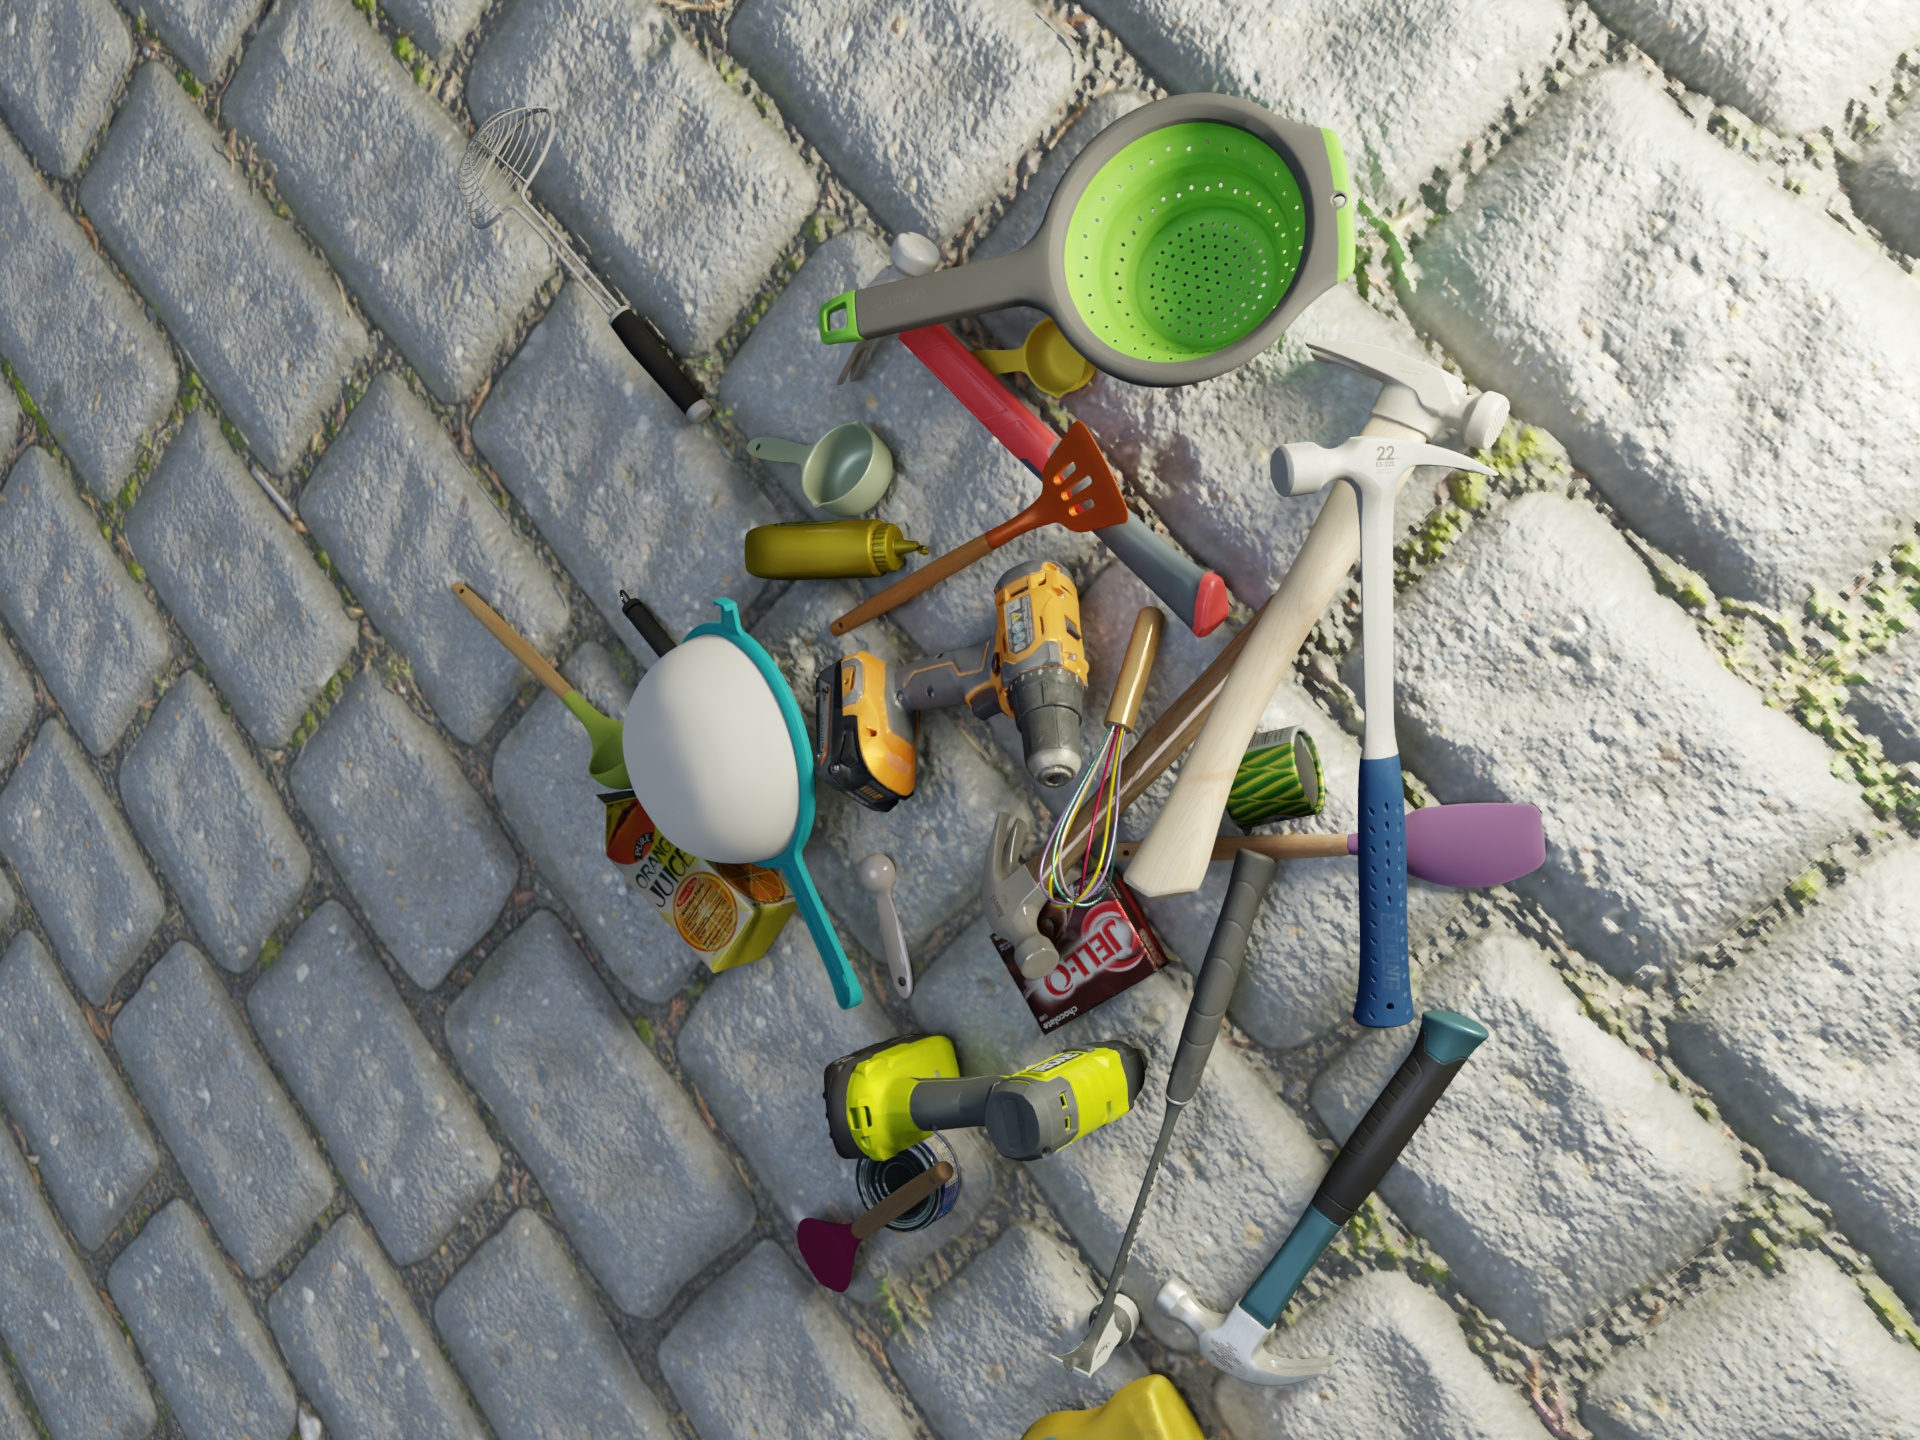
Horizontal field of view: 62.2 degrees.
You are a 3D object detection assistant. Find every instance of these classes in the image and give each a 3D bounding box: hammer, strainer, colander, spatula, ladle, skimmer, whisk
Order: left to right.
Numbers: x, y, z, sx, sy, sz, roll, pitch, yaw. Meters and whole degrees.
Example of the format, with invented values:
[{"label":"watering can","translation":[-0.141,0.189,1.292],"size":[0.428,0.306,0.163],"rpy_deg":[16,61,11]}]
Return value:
[{"label":"ladle","translation":[-0.383,-0.044,1.475],"size":[0.078,0.062,0.320],"rpy_deg":[-42,64,-16]},{"label":"skimmer","translation":[-0.332,-0.410,1.445],"size":[0.127,0.090,0.363],"rpy_deg":[-43,83,20]},{"label":"strainer","translation":[-0.231,-0.032,1.400],"size":[0.259,0.050,0.086],"rpy_deg":[48,152,24]},{"label":"strainer","translation":[-0.186,0.087,1.279],"size":[0.211,0.095,0.340],"rpy_deg":[-44,68,51]},{"label":"spatula","translation":[0.002,-0.129,1.237],"size":[0.322,0.041,0.081],"rpy_deg":[-26,90,38]},{"label":"hammer","translation":[0.053,-0.198,1.228],"size":[0.386,0.038,0.143],"rpy_deg":[47,133,14]},{"label":"colander","translation":[0.090,-0.318,1.160],"size":[0.397,0.094,0.204],"rpy_deg":[-7,83,21]},{"label":"whisk","translation":[0.112,0.025,1.158],"size":[0.051,0.047,0.245],"rpy_deg":[20,69,-2]},{"label":"hammer","translation":[0.132,0.036,1.187],"size":[0.331,0.031,0.130],"rpy_deg":[-49,40,14]},{"label":"hammer","translation":[0.152,0.287,1.158],"size":[0.036,0.149,0.409],"rpy_deg":[19,96,20]},{"label":"hammer","translation":[0.215,-0.066,1.105],"size":[0.146,0.038,0.410],"rpy_deg":[29,92,26]},{"label":"spatula","translation":[0.256,0.093,1.150],"size":[0.316,0.018,0.060],"rpy_deg":[-4,97,28]},{"label":"hammer","translation":[0.270,0.342,1.144],"size":[0.128,0.033,0.331],"rpy_deg":[36,108,23]},{"label":"hammer","translation":[0.287,0.012,1.068],"size":[0.144,0.035,0.405],"rpy_deg":[-7,104,-10]}]

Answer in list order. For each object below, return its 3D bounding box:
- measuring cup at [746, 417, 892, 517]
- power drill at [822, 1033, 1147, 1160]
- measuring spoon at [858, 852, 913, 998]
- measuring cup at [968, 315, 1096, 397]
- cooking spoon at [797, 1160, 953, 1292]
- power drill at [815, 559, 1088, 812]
[{"label":"measuring cup","translation":[-0.120,-0.214,1.336],"size":[0.168,0.038,0.083],"rpy_deg":[20,81,45]},{"label":"power drill","translation":[0.022,0.283,1.212],"size":[0.223,0.171,0.080],"rpy_deg":[-10,89,37]},{"label":"measuring spoon","translation":[-0.062,0.172,1.327],"size":[0.034,0.018,0.124],"rpy_deg":[-17,85,28]},{"label":"measuring cup","translation":[0.042,-0.284,1.251],"size":[0.157,0.029,0.062],"rpy_deg":[6,110,41]},{"label":"cooking spoon","translation":[-0.071,0.399,1.265],"size":[0.069,0.017,0.318],"rpy_deg":[56,144,13]},{"label":"power drill","translation":[-0.002,-0.004,1.220],"size":[0.226,0.084,0.186],"rpy_deg":[-25,51,27]}]
